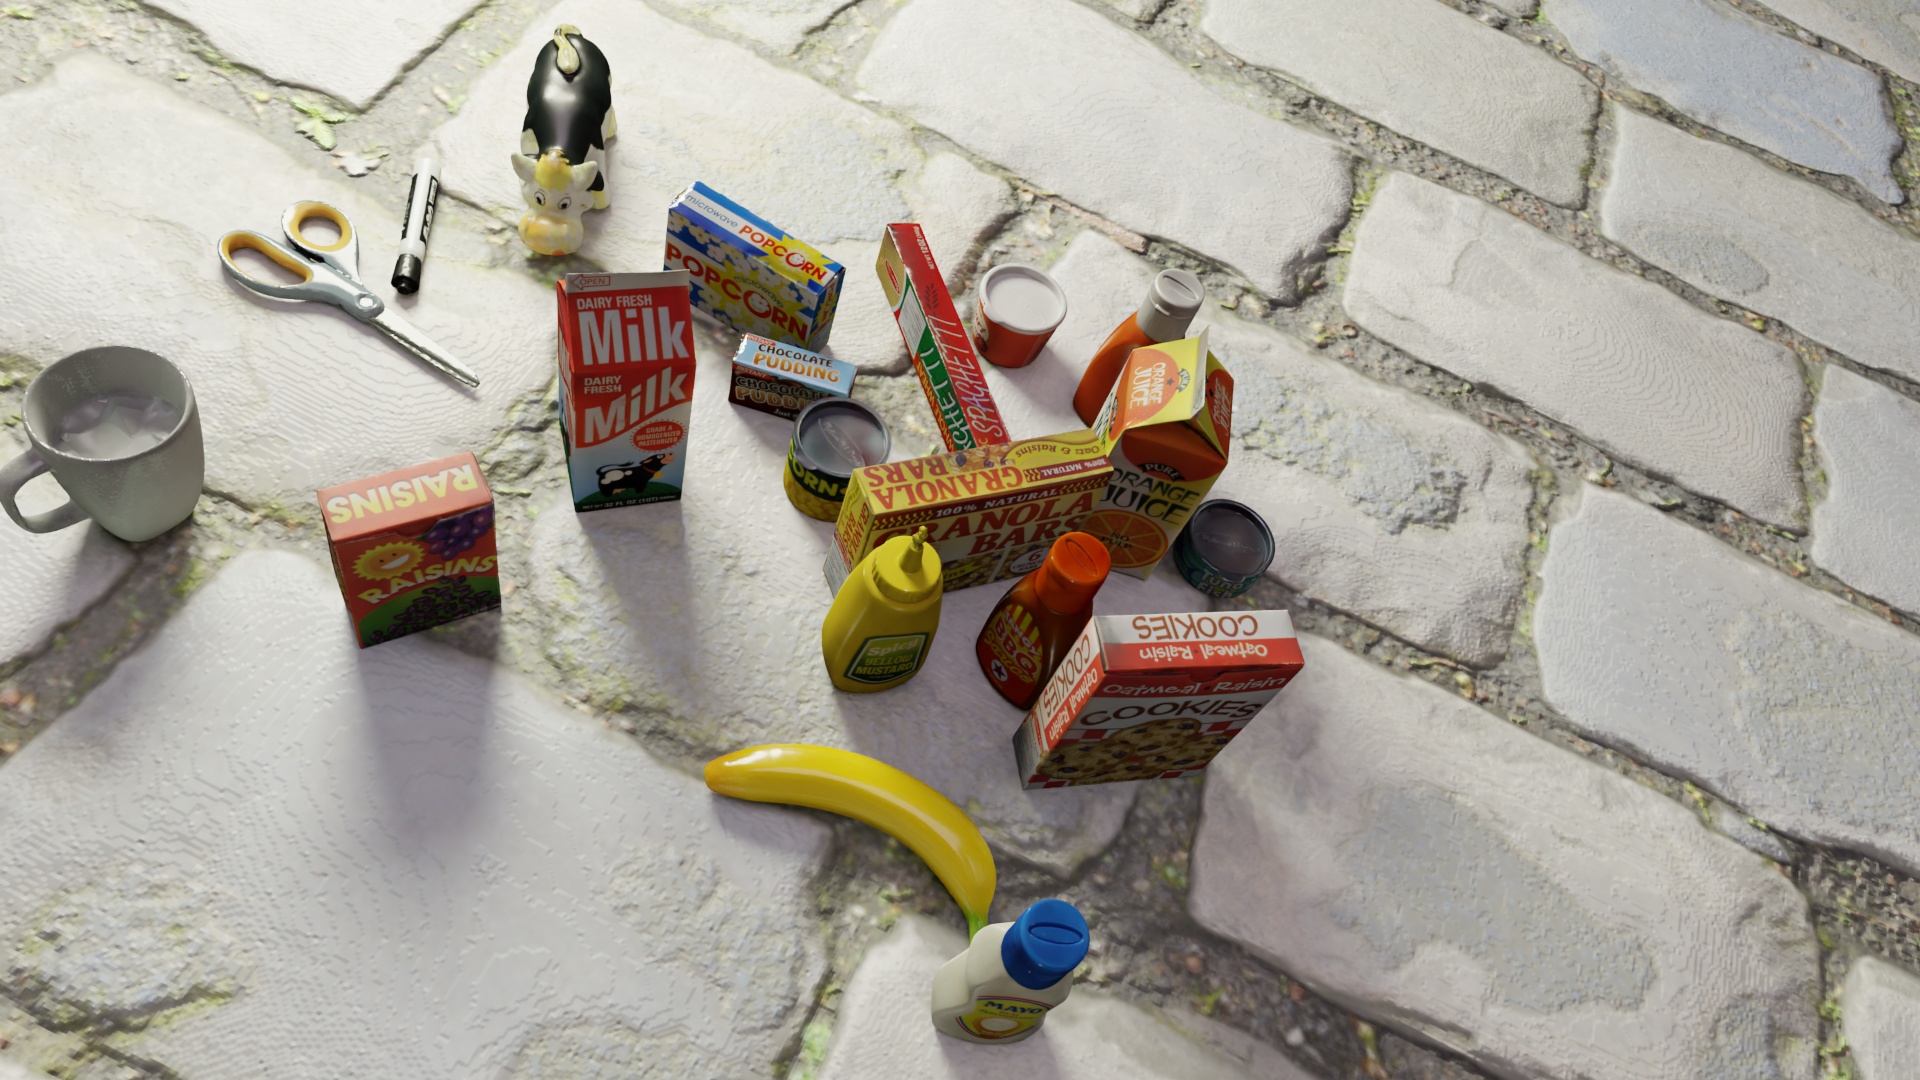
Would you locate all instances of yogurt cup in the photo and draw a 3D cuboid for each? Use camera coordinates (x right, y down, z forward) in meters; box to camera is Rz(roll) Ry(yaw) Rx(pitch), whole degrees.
[{"bbox_3d":[0.042,-0.168,1.055,0.072,0.053,0.073,8,57,-12],"label":"yogurt cup"}]

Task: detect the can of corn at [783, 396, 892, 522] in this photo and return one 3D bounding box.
[{"bbox_3d":[-0.086,-0.053,0.940,0.071,0.058,0.071,8,57,-12],"label":"can of corn"}]

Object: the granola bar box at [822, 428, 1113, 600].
[{"bbox_3d":[0.003,-0.011,0.899,0.166,0.123,0.039,-11,62,-22],"label":"granola bar box"}]

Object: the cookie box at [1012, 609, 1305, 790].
[{"bbox_3d":[0.114,0.099,0.834,0.123,0.166,0.040,-1,59,-17],"label":"cookie box"}]

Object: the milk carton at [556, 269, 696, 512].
[{"bbox_3d":[-0.208,-0.101,0.855,0.072,0.189,0.074,-7,61,-20],"label":"milk carton"}]

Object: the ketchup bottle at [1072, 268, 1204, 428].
[{"bbox_3d":[0.131,-0.132,1.000,0.065,0.148,0.044,37,56,8],"label":"ketchup bottle"}]

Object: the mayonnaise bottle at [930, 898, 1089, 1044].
[{"bbox_3d":[0.029,0.230,0.736,0.065,0.147,0.041,11,56,-9],"label":"mayonnaise bottle"}]

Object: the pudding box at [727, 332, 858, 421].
[{"bbox_3d":[-0.118,-0.110,0.973,0.084,0.049,0.030,17,55,-5],"label":"pudding box"}]

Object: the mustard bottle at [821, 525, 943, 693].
[{"bbox_3d":[-0.042,0.039,0.832,0.065,0.159,0.049,-5,60,-19],"label":"mustard bottle"}]

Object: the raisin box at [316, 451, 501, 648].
[{"bbox_3d":[-0.313,0.007,0.796,0.086,0.122,0.040,-18,65,-25],"label":"raisin box"}]

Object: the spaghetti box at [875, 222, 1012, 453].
[{"bbox_3d":[-0.009,-0.124,1.013,0.029,0.050,0.251,-10,61,-22],"label":"spaghetti box"}]

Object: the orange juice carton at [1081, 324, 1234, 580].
[{"bbox_3d":[0.127,-0.058,0.924,0.073,0.191,0.072,16,55,-6],"label":"orange juice carton"}]

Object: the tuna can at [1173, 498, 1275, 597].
[{"bbox_3d":[0.189,0.008,0.997,0.071,0.032,0.071,8,56,-12],"label":"tuna can"}]

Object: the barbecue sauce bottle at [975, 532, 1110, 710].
[{"bbox_3d":[0.053,0.048,0.861,0.044,0.147,0.065,-27,69,-29],"label":"barbecue sauce bottle"}]

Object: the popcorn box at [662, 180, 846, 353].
[{"bbox_3d":[-0.150,-0.189,0.993,0.127,0.084,0.038,31,55,5],"label":"popcorn box"}]
